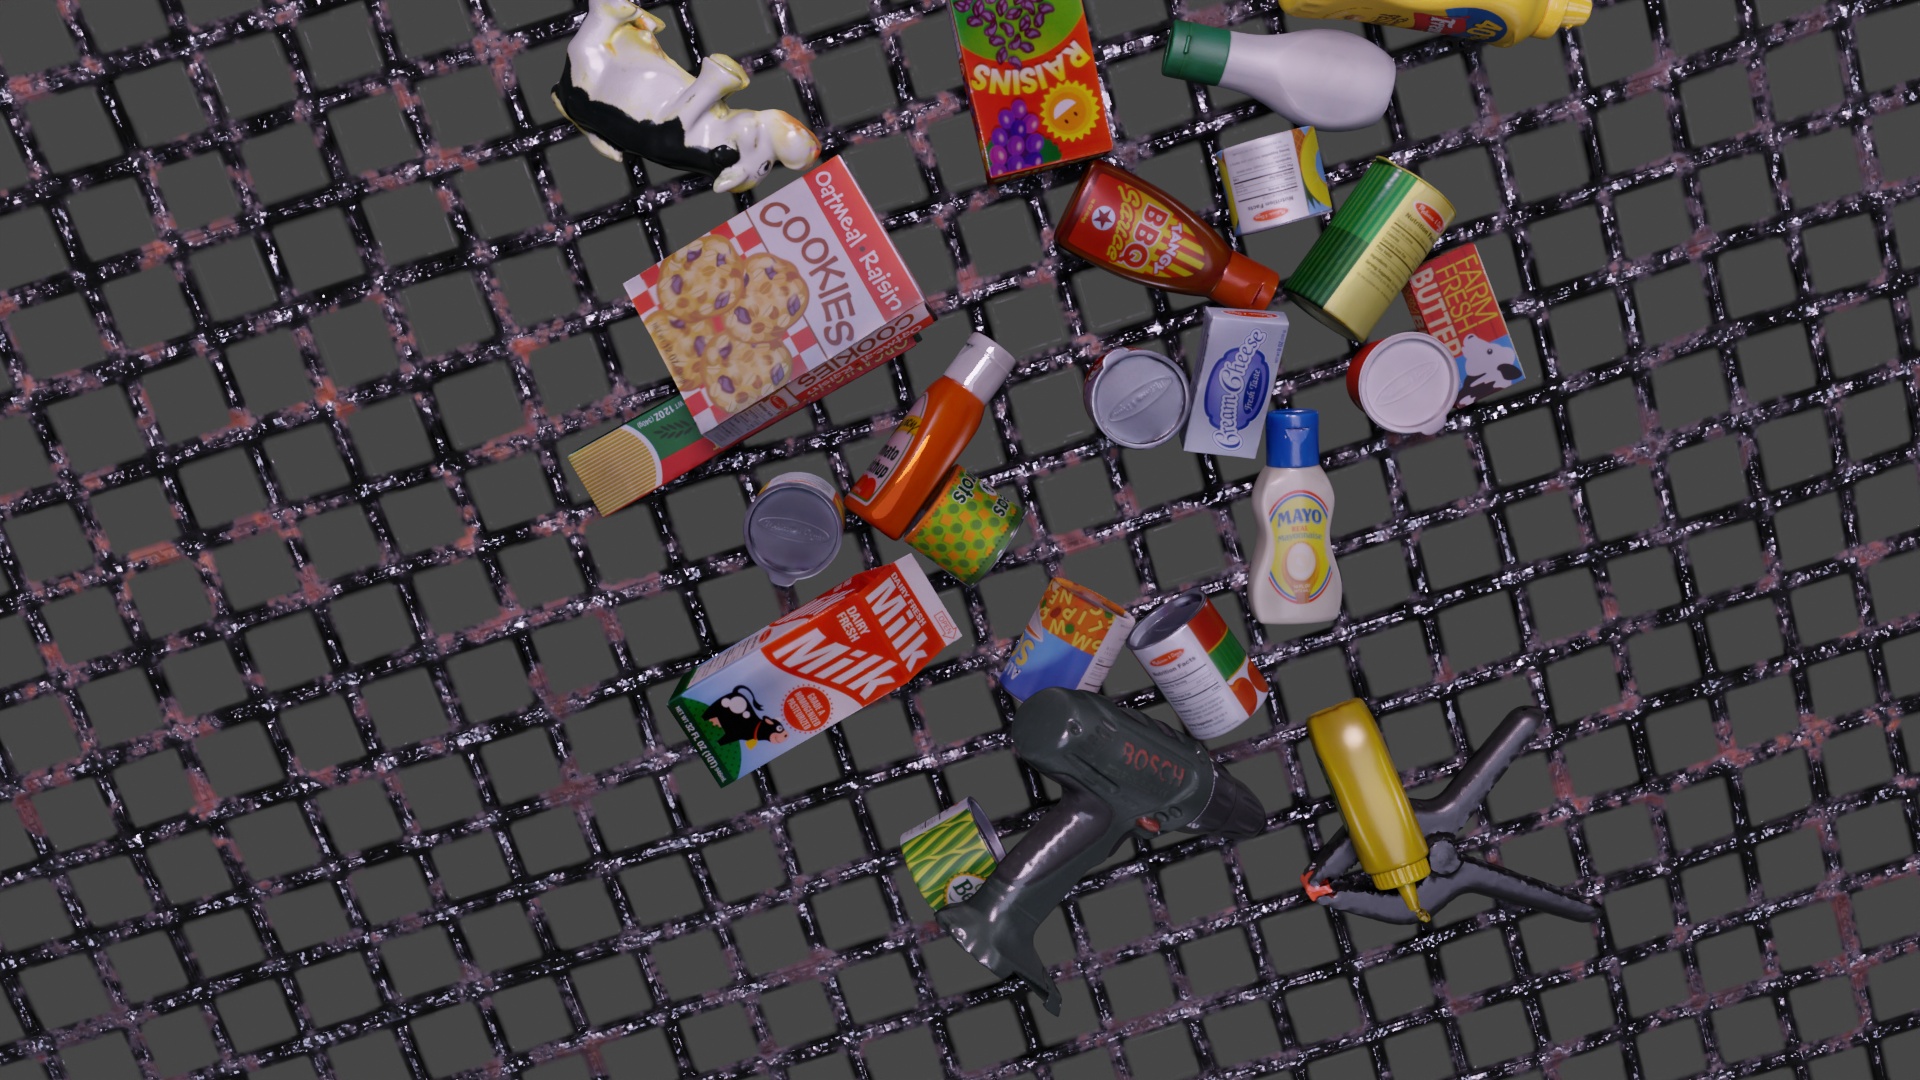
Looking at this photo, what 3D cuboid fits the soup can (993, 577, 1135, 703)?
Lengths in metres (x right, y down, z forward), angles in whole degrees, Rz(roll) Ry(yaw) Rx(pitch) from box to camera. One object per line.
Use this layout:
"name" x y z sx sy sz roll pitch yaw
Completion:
"soup can" 0.072 0.075 0.967 0.071 0.071 0.083 26 97 -7

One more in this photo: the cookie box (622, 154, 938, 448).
"cookie box" -0.118 -0.156 0.909 0.167 0.040 0.123 -30 75 3

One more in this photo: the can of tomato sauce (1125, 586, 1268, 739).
"can of tomato sauce" 0.167 0.086 0.973 0.071 0.071 0.083 -35 100 4

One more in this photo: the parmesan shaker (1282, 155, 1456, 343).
"parmesan shaker" 0.270 -0.194 0.927 0.071 0.071 0.103 35 98 -8

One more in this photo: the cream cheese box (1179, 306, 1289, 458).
"cream cheese box" 0.184 -0.107 0.942 0.053 0.024 0.103 5 123 -3

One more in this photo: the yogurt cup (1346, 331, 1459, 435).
"yogurt cup" 0.298 -0.109 0.950 0.072 0.054 0.072 0 100 -2

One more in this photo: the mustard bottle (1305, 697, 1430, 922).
"mustard bottle" 0.292 0.192 0.976 0.049 0.065 0.160 -22 78 12

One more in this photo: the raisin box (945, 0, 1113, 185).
"raisin box" 0.045 -0.306 0.913 0.086 0.040 0.123 -14 99 -1

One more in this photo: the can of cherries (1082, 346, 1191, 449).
"can of cherries" 0.117 -0.100 0.942 0.071 0.058 0.071 0 101 -1

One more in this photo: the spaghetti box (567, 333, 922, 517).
"spaghetti box" -0.146 -0.097 0.946 0.250 0.029 0.050 -28 99 3

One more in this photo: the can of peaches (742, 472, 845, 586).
"can of peaches" -0.113 -0.009 0.948 0.071 0.058 0.071 -1 101 -3

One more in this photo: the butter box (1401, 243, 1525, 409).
"butter box" 0.346 -0.148 0.960 0.053 0.024 0.103 -25 100 1

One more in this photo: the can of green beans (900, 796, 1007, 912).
"can of green beans" -0.003 0.225 0.988 0.058 0.071 0.071 -30 100 3

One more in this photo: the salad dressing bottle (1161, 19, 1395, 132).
"salad dressing bottle" 0.209 -0.311 0.917 0.148 0.044 0.064 11 98 -3

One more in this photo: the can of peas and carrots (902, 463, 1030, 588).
"can of peas and carrots" 0.003 -0.012 0.947 0.059 0.071 0.071 35 97 -7

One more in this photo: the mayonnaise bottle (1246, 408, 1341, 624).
"mayonnaise bottle" 0.232 -0.017 0.969 0.065 0.041 0.147 -3 101 0

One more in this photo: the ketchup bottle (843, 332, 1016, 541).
"ketchup bottle" -0.019 -0.071 0.941 0.043 0.065 0.149 37 88 -22

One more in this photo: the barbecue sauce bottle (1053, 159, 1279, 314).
"barbecue sauce bottle" 0.141 -0.196 0.933 0.148 0.044 0.064 25 107 -7

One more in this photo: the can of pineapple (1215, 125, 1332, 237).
"can of pineapple" 0.207 -0.237 0.919 0.071 0.071 0.057 -15 100 0

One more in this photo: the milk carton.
"milk carton" -0.098 0.085 0.956 0.190 0.073 0.072 -31 100 3
